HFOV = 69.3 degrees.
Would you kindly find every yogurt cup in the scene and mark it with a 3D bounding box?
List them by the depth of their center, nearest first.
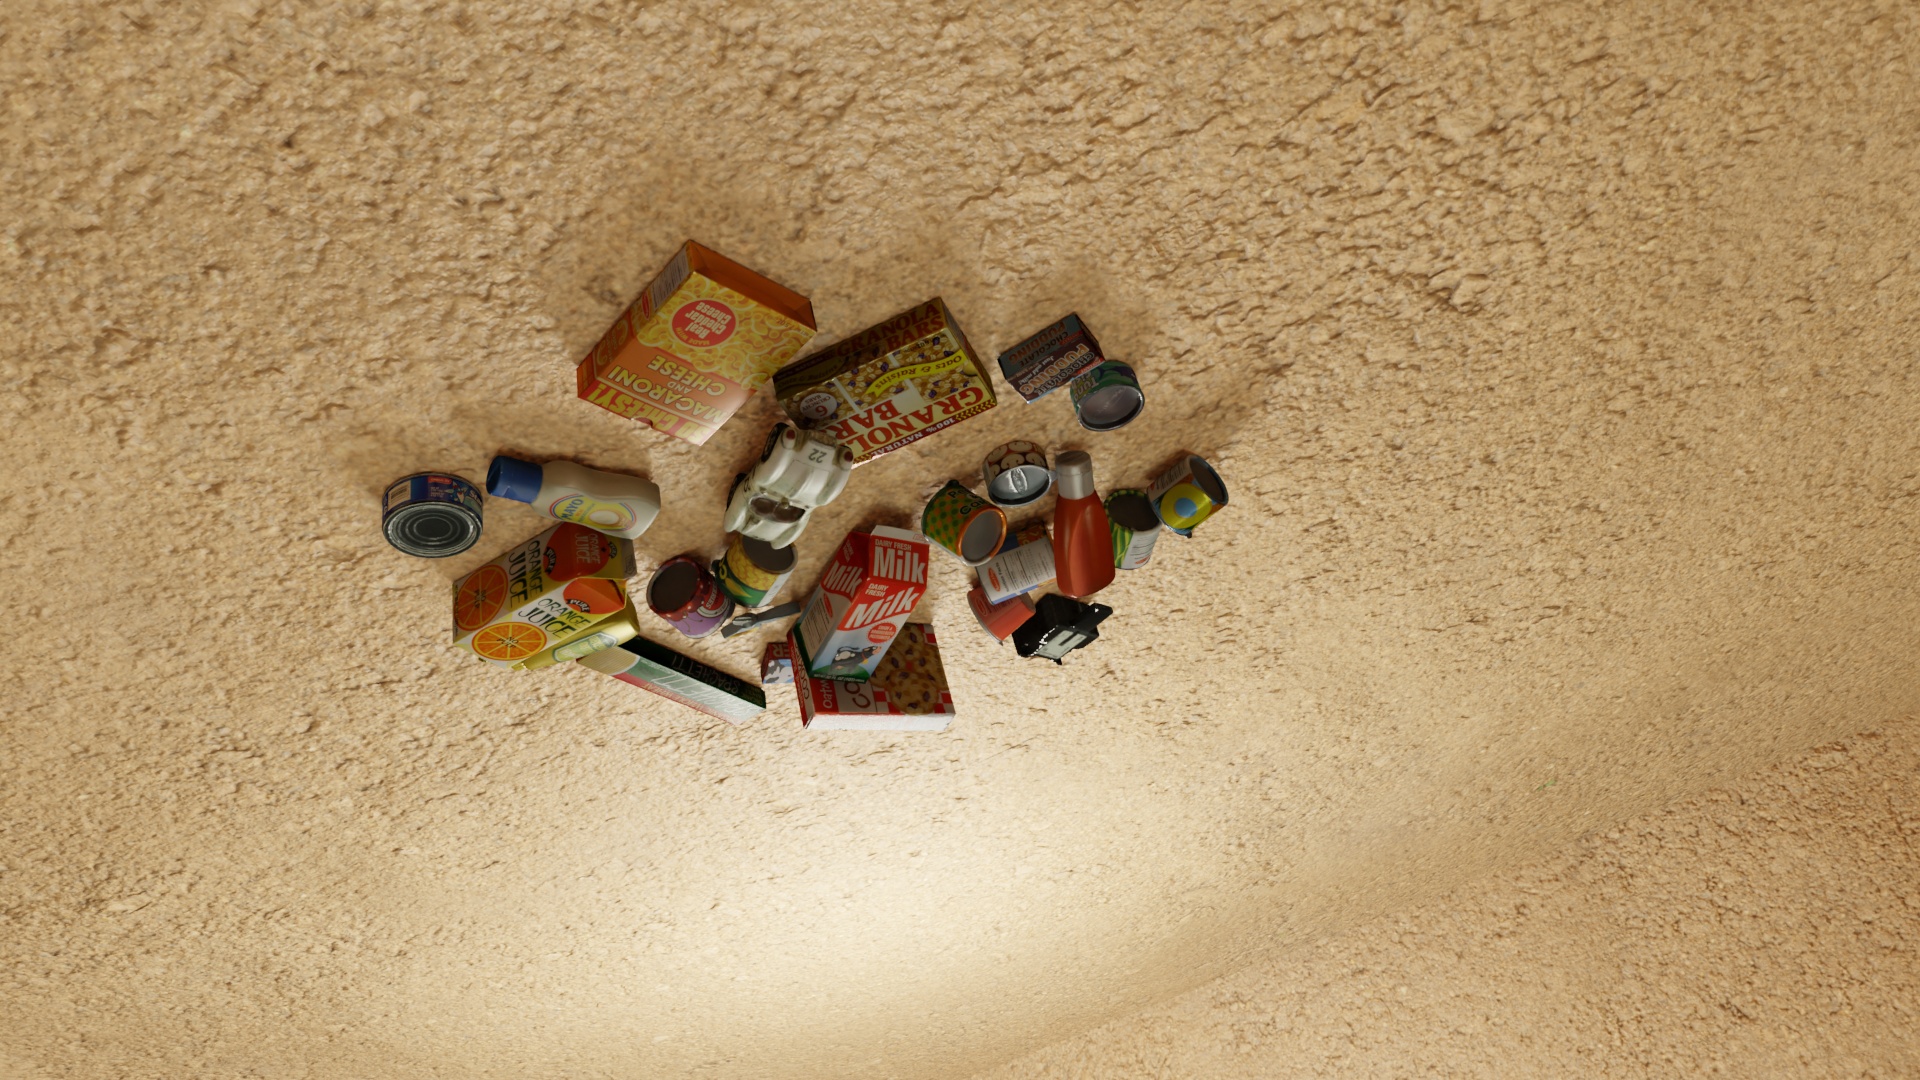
[{"bbox_3d":[0.047,0.072,1.541,0.054,0.073,0.072,-34,141,12],"label":"yogurt cup"}]

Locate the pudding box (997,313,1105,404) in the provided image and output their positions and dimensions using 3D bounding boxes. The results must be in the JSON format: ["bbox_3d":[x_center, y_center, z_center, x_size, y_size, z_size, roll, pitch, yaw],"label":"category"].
[{"bbox_3d":[0.082,-0.164,1.258,0.083,0.030,0.049,-28,144,17],"label":"pudding box"}]

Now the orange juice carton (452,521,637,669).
[{"bbox_3d":[-0.389,0.044,1.329,0.192,0.072,0.073,-26,144,16],"label":"orange juice carton"}]

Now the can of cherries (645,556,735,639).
[{"bbox_3d":[-0.270,0.057,1.395,0.071,0.072,0.058,-24,143,13],"label":"can of cherries"}]

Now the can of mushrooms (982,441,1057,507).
[{"bbox_3d":[0.059,-0.066,1.381,0.071,0.033,0.070,-10,144,-7],"label":"can of mushrooms"}]

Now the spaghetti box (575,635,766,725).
[{"bbox_3d":[-0.316,0.152,1.543,0.050,0.029,0.249,-31,142,23],"label":"spaghetti box"}]

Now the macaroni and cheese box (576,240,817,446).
[{"bbox_3d":[-0.219,-0.156,1.144,0.123,0.040,0.166,22,130,-40],"label":"macaroni and cheese box"}]

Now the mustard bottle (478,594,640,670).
[{"bbox_3d":[-0.408,0.098,1.404,0.160,0.049,0.065,-20,156,-3],"label":"mustard bottle"}]

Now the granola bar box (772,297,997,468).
[{"bbox_3d":[-0.065,-0.133,1.236,0.165,0.039,0.124,-23,145,11],"label":"granola bar box"}]

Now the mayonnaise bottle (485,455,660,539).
[{"bbox_3d":[-0.349,-0.042,1.252,0.148,0.041,0.064,15,137,-36],"label":"mayonnaise bottle"}]

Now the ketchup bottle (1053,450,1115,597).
[{"bbox_3d":[0.122,-0.018,1.414,0.065,0.043,0.148,-25,122,-27],"label":"ketchup bottle"}]

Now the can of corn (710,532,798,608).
[{"bbox_3d":[-0.204,0.023,1.377,0.071,0.071,0.058,10,137,-32],"label":"can of corn"}]

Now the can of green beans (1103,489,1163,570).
[{"bbox_3d":[0.177,-0.012,1.469,0.071,0.071,0.057,-4,139,-15],"label":"can of green beans"}]

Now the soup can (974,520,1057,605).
[{"bbox_3d":[0.061,0.023,1.479,0.084,0.071,0.071,-21,144,7],"label":"soup can"}]

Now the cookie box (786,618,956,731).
[{"bbox_3d":[-0.100,0.150,1.539,0.168,0.123,0.040,4,140,-26],"label":"cookie box"}]

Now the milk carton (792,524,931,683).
[{"bbox_3d":[-0.098,0.058,1.444,0.072,0.074,0.189,10,127,-32],"label":"milk carton"}]

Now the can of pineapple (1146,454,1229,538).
[{"bbox_3d":[0.238,-0.046,1.446,0.071,0.071,0.057,21,131,-40],"label":"can of pineapple"}]

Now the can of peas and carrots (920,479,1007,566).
[{"bbox_3d":[0.005,-0.017,1.385,0.071,0.059,0.070,-25,130,-33],"label":"can of peas and carrots"}]

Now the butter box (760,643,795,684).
[{"bbox_3d":[-0.173,0.139,1.584,0.104,0.024,0.052,-1,143,-20],"label":"butter box"}]

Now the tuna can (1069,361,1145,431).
[{"bbox_3d":[0.136,-0.137,1.313,0.071,0.033,0.070,-10,145,-7],"label":"tuna can"}]
